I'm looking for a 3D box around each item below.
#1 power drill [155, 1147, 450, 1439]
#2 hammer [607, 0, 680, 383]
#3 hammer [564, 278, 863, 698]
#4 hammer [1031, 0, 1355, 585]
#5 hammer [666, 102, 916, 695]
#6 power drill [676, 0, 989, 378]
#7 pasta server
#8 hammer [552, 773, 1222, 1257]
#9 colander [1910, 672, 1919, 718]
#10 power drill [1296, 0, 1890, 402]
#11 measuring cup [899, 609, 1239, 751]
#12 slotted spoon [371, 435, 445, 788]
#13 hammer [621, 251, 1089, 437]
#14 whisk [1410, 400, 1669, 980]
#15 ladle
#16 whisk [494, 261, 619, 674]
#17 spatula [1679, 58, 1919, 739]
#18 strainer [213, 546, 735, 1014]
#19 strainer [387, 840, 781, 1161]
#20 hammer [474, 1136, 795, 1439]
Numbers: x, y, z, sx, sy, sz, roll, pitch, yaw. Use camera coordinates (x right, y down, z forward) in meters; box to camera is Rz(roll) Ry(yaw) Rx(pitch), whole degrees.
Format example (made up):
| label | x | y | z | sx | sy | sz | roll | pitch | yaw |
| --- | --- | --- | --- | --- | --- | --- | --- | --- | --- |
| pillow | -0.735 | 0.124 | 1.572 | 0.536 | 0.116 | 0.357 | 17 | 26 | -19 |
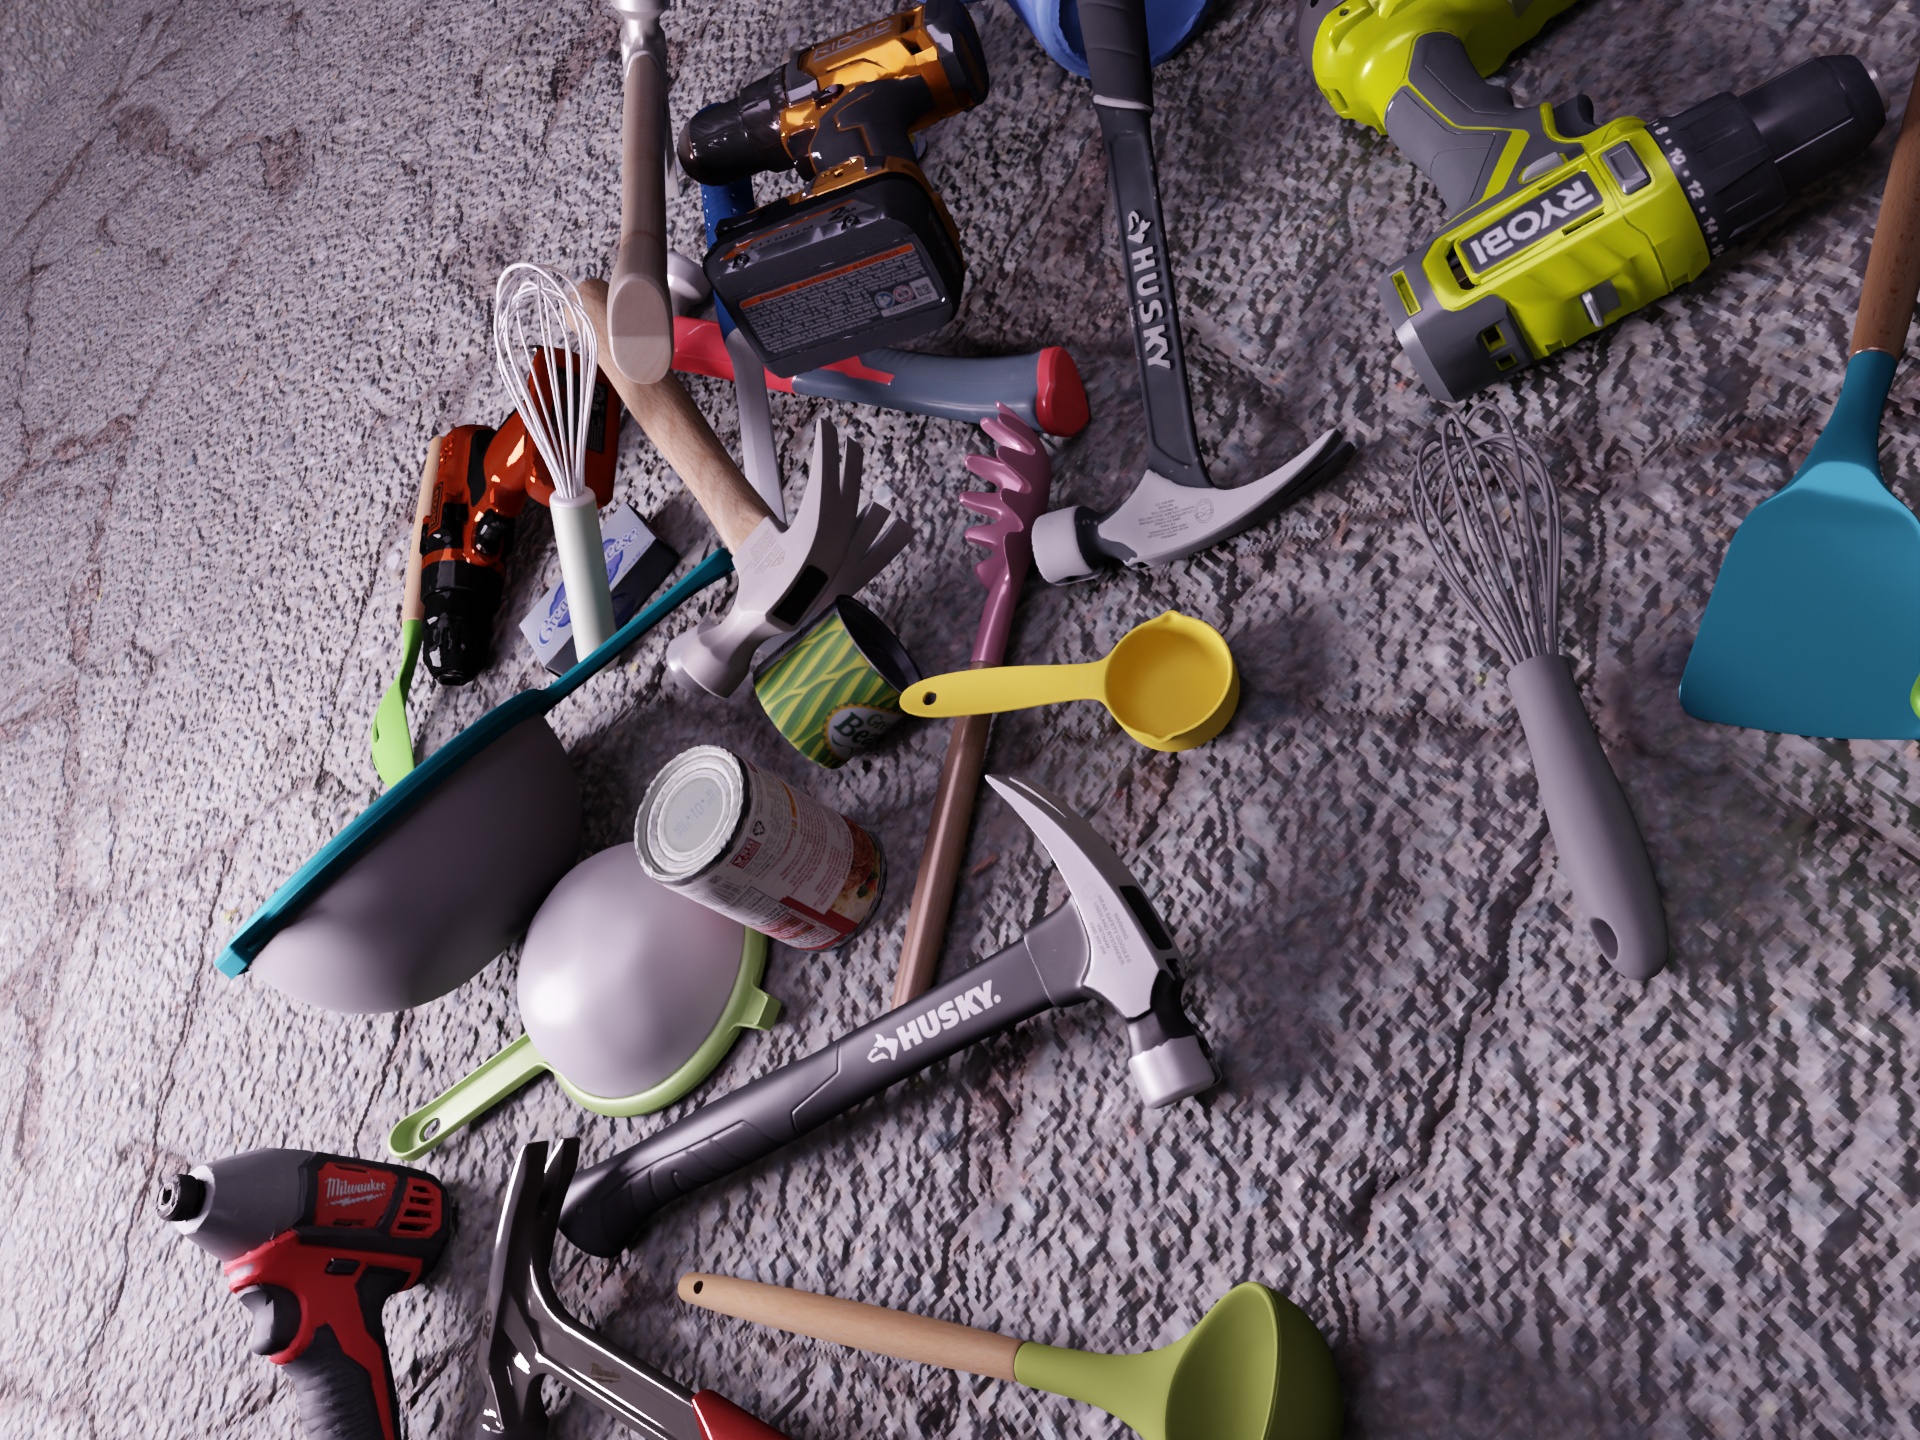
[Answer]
| label | x | y | z | sx | sy | sz | roll | pitch | yaw |
| --- | --- | --- | --- | --- | --- | --- | --- | --- | --- |
| power drill | -0.307 | 0.307 | 0.736 | 0.078 | 0.143 | 0.220 | -29 | 54 | 24 |
| hammer | -0.184 | -0.302 | 0.933 | 0.038 | 0.146 | 0.411 | -4 | 41 | -8 |
| hammer | -0.148 | -0.156 | 0.850 | 0.130 | 0.031 | 0.332 | -47 | 48 | 11 |
| hammer | 0.084 | -0.275 | 0.753 | 0.149 | 0.036 | 0.409 | -12 | 78 | 27 |
| hammer | -0.116 | -0.212 | 0.898 | 0.144 | 0.035 | 0.406 | -28 | 54 | 25 |
| power drill | -0.079 | -0.287 | 0.851 | 0.185 | 0.084 | 0.226 | -13 | 49 | 19 |
| pasta server | -0.001 | -0.002 | 0.745 | 0.060 | 0.040 | 0.316 | 142 | 143 | -67 |
| hammer | -0.058 | 0.151 | 0.688 | 0.335 | 0.035 | 0.146 | -32 | 70 | 24 |
| colander | 0.438 | -0.061 | 0.424 | 0.397 | 0.094 | 0.205 | -34 | 47 | -6 |
| power drill | 0.251 | -0.265 | 0.675 | 0.190 | 0.080 | 0.229 | -28 | 55 | 23 |
| measuring cup | 0.048 | -0.011 | 0.703 | 0.156 | 0.029 | 0.062 | -4 | 65 | 25 |
| slotted spoon | -0.363 | -0.081 | 1.063 | 0.070 | 0.031 | 0.314 | 111 | 158 | -48 |
| hammer | -0.087 | -0.190 | 0.915 | 0.387 | 0.038 | 0.143 | 20 | 80 | 42 |
| whisk | 0.215 | -0.019 | 0.586 | 0.055 | 0.055 | 0.239 | -23 | 58 | 26 |
| ladle | -0.004 | 0.236 | 0.604 | 0.320 | 0.062 | 0.078 | -5 | 55 | 38 |
| whisk | -0.215 | -0.130 | 0.870 | 0.059 | 0.246 | 0.058 | 19 | 40 | 26 |
| spatula | 0.337 | -0.144 | 0.580 | 0.082 | 0.044 | 0.318 | 7 | 66 | 40 |
| strainer | -0.226 | 0.044 | 0.853 | 0.340 | 0.095 | 0.211 | -43 | 6 | -17 |
| strainer | -0.214 | 0.145 | 0.802 | 0.256 | 0.069 | 0.152 | -36 | 49 | 14 |
| hammer | -0.068 | 0.288 | 0.617 | 0.359 | 0.036 | 0.149 | 11 | 92 | 38 |
